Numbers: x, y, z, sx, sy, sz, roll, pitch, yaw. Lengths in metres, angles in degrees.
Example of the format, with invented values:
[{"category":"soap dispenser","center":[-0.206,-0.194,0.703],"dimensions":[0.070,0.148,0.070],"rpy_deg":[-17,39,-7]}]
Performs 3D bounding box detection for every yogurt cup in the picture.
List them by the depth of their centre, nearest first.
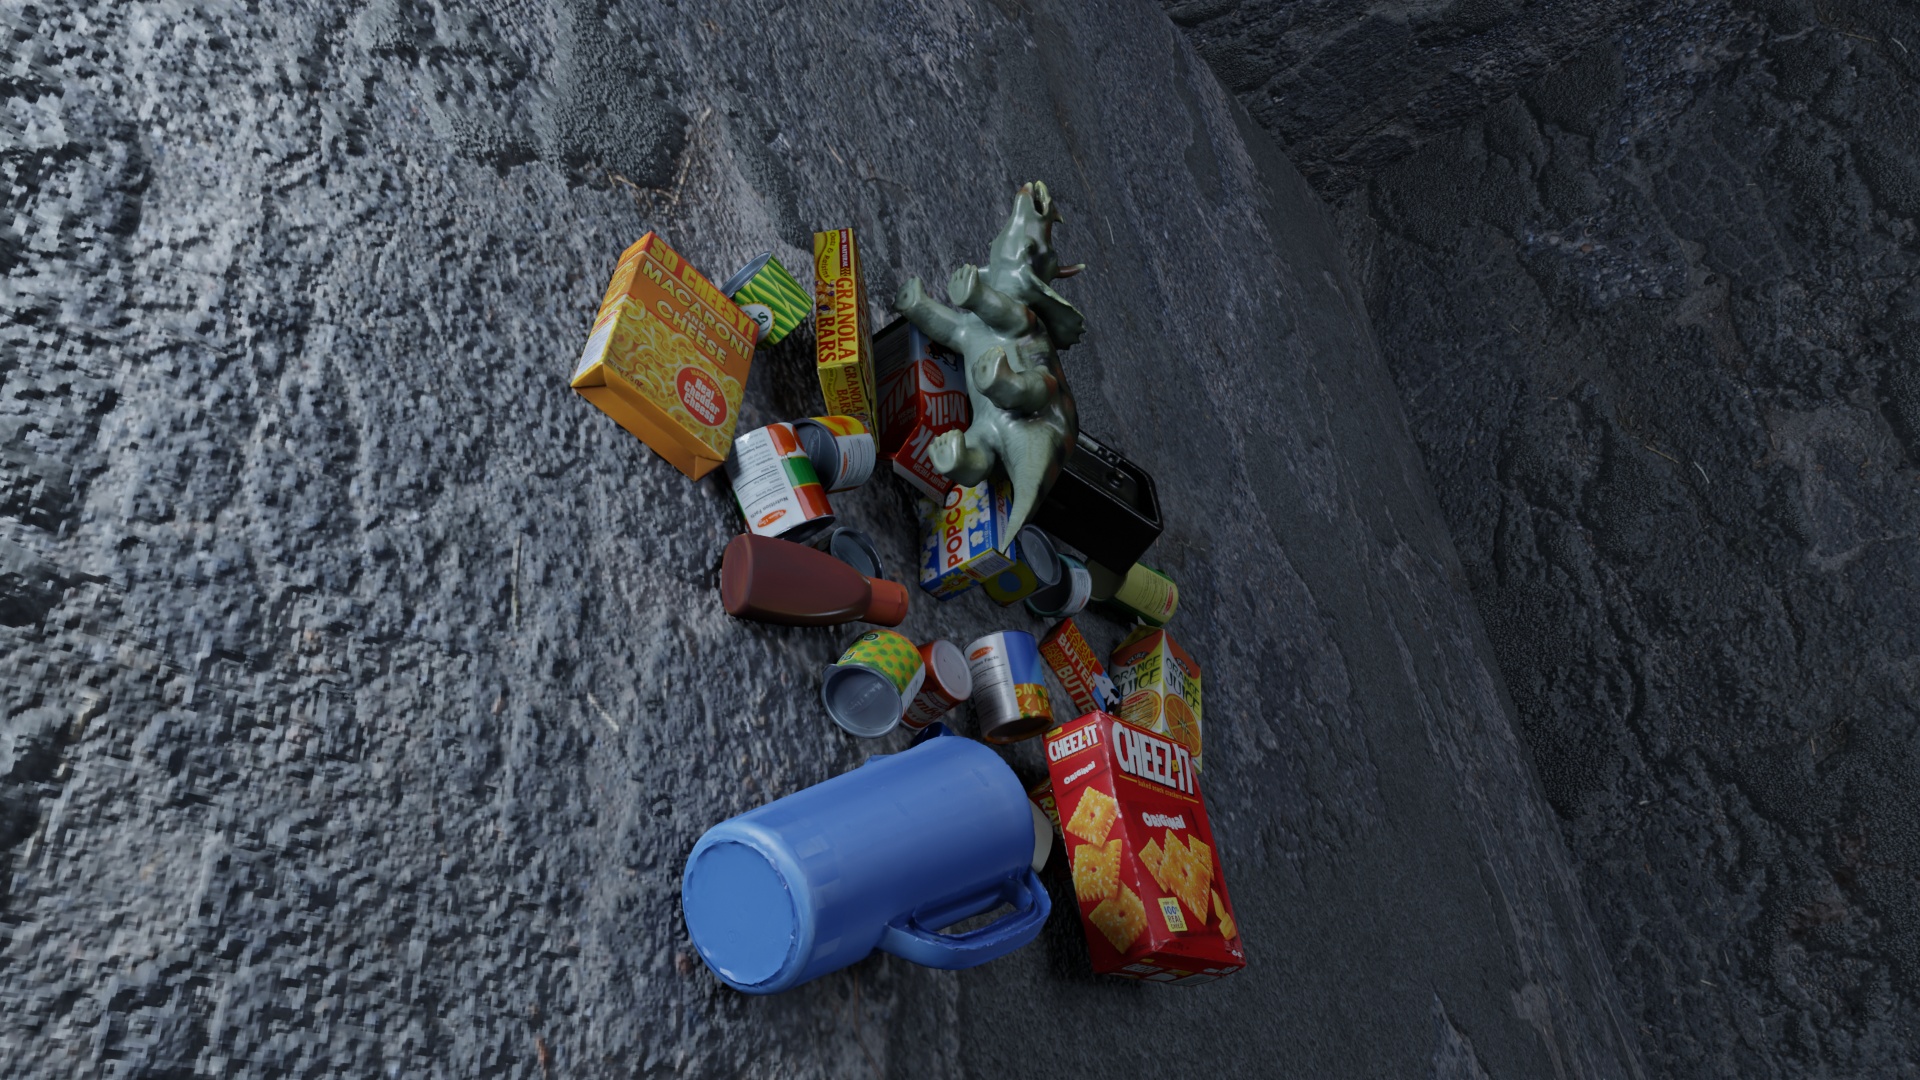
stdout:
[{"category":"yogurt cup","center":[-0.027,0.116,1.149],"dimensions":[0.072,0.054,0.073],"rpy_deg":[40,35,-35]}]

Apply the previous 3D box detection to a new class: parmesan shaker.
[{"category":"parmesan shaker","center":[0.186,0.050,1.531],"dimensions":[0.103,0.071,0.071],"rpy_deg":[27,44,-45]}]

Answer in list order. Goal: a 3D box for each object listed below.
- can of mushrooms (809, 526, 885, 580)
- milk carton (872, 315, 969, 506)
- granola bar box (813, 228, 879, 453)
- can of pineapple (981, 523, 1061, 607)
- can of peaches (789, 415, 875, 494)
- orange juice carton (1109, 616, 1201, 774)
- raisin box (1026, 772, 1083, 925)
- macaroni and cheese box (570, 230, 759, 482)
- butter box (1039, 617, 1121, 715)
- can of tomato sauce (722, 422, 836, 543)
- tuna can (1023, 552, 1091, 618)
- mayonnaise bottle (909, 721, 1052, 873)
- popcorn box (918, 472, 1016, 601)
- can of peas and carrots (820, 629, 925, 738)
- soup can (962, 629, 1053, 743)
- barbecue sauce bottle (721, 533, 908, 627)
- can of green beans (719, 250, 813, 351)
[{"category":"can of mushrooms","center":[-0.094,0.024,1.144],"dimensions":[0.071,0.033,0.071],"rpy_deg":[38,36,-35]},{"category":"milk carton","center":[-0.042,-0.122,1.315],"dimensions":[0.072,0.073,0.191],"rpy_deg":[35,38,-38]},{"category":"granola bar box","center":[-0.101,-0.177,1.241],"dimensions":[0.123,0.039,0.166],"rpy_deg":[81,2,-54]},{"category":"can of pineapple","center":[0.056,0.023,1.358],"dimensions":[0.071,0.057,0.071],"rpy_deg":[39,35,-35]},{"category":"can of peaches","center":[-0.115,-0.072,1.165],"dimensions":[0.058,0.071,0.071],"rpy_deg":[-15,78,-61]},{"category":"orange juice carton","center":[0.203,0.164,1.453],"dimensions":[0.071,0.073,0.194],"rpy_deg":[46,32,-25]},{"category":"raisin box","center":[0.110,0.268,1.248],"dimensions":[0.123,0.040,0.086],"rpy_deg":[63,30,1]},{"category":"macaroni and cheese box","center":[-0.225,-0.145,1.078],"dimensions":[0.123,0.040,0.167],"rpy_deg":[41,35,-32]},{"category":"butter box","center":[0.121,0.133,1.401],"dimensions":[0.103,0.024,0.053],"rpy_deg":[56,28,-9]},{"category":"can of tomato sauce","center":[-0.144,-0.041,1.090],"dimensions":[0.071,0.071,0.083],"rpy_deg":[-10,73,-60]},{"category":"tuna can","center":[0.093,0.044,1.396],"dimensions":[0.033,0.071,0.071],"rpy_deg":[8,58,-55]},{"category":"mayonnaise bottle","center":[0.018,0.212,1.150],"dimensions":[0.148,0.041,0.065],"rpy_deg":[49,31,-18]},{"category":"popcorn box","center":[0.005,-0.016,1.283],"dimensions":[0.038,0.085,0.127],"rpy_deg":[35,38,-37]},{"category":"can of peas and carrots","center":[-0.069,0.109,1.077],"dimensions":[0.071,0.070,0.059],"rpy_deg":[55,28,-11]},{"category":"soup can","center":[0.045,0.131,1.236],"dimensions":[0.071,0.071,0.084],"rpy_deg":[22,48,-49]},{"category":"barbecue sauce bottle","center":[-0.109,0.038,1.065],"dimensions":[0.148,0.043,0.065],"rpy_deg":[14,61,-37]},{"category":"can of green beans","center":[-0.169,-0.205,1.194],"dimensions":[0.057,0.071,0.071],"rpy_deg":[48,31,-23]}]
